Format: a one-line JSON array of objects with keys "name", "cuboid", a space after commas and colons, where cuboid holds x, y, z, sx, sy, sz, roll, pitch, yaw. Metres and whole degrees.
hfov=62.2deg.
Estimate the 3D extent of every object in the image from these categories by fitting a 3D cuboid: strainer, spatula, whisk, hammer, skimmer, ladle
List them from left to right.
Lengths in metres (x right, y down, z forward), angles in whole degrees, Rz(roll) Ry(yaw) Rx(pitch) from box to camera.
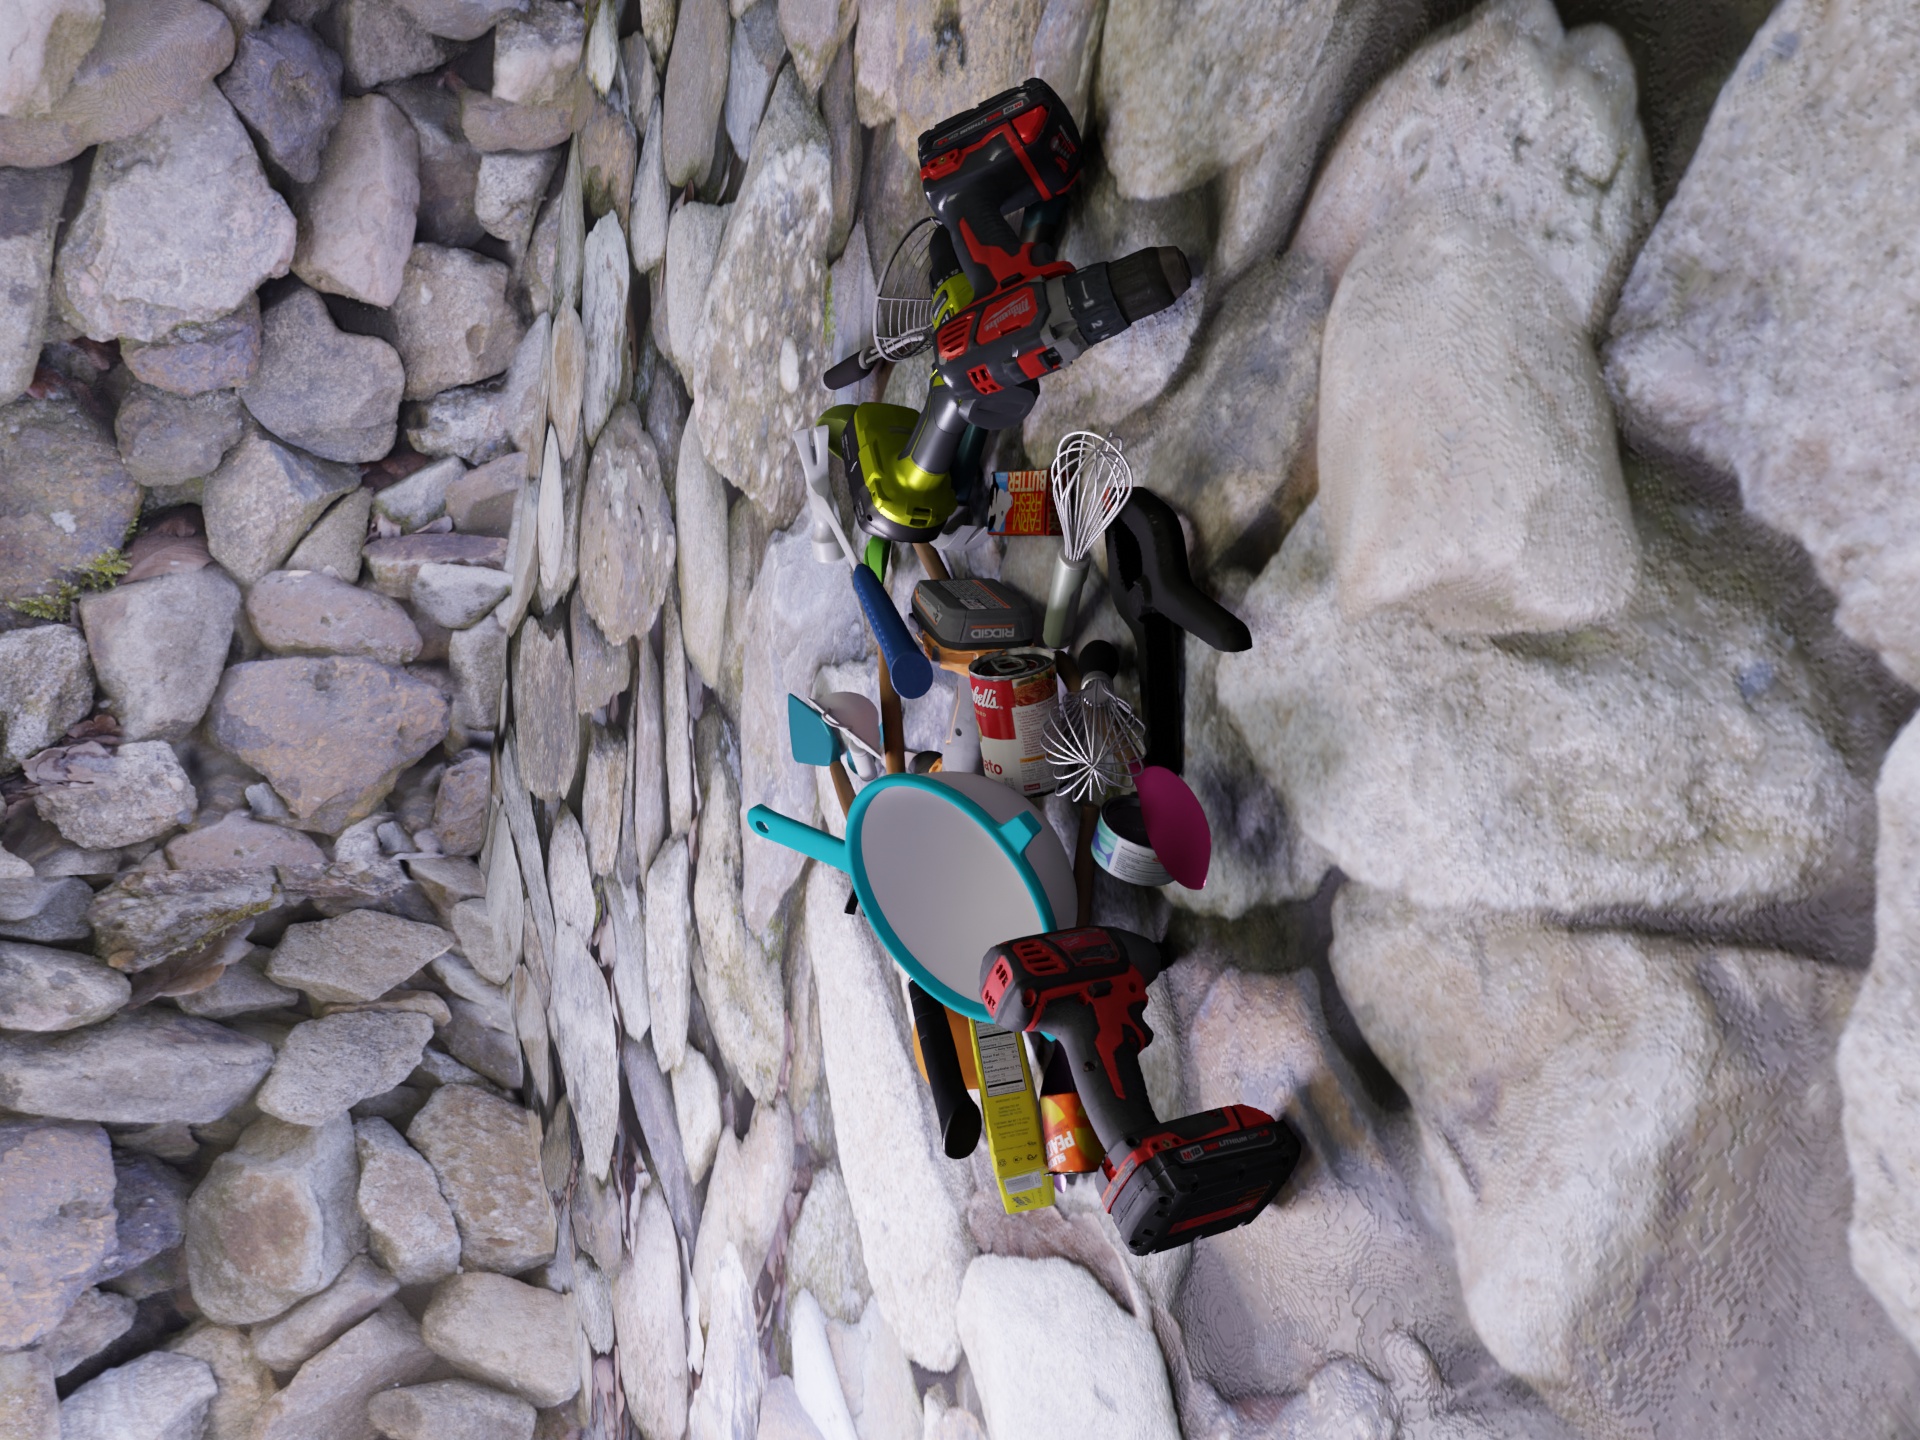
[{"name": "spatula", "cuboid": [-0.133, 0.061, 1.615, 0.318, 0.044, 0.082, -121, 27, -64]}, {"name": "hammer", "cuboid": [-0.090, -0.136, 1.402, 0.406, 0.035, 0.144, -119, 18, -57]}, {"name": "strainer", "cuboid": [-0.095, 0.019, 1.485, 0.087, 0.050, 0.258, 39, 168, 12]}, {"name": "skimmer", "cuboid": [-0.088, -0.373, 1.499, 0.127, 0.090, 0.363, -60, 20, -12]}, {"name": "ladle", "cuboid": [-0.059, -0.185, 1.484, 0.321, 0.062, 0.078, 64, -178, 36]}, {"name": "hammer", "cuboid": [-0.041, 0.217, 1.375, 0.409, 0.036, 0.149, -111, 37, -56]}, {"name": "strainer", "cuboid": [-0.029, 0.104, 1.252, 0.341, 0.095, 0.210, 17, 127, 41]}, {"name": "hammer", "cuboid": [0.025, -0.287, 1.330, 0.128, 0.033, 0.330, -118, 37, -45]}, {"name": "spatula", "cuboid": [0.084, 0.216, 1.238, 0.060, 0.018, 0.316, -147, 59, -62]}, {"name": "whisk", "cuboid": [0.084, -0.123, 1.143, 0.059, 0.058, 0.246, 32, 153, 14]}, {"name": "whisk", "cuboid": [0.092, -0.013, 1.061, 0.285, 0.070, 0.070, -70, -11, -72]}]

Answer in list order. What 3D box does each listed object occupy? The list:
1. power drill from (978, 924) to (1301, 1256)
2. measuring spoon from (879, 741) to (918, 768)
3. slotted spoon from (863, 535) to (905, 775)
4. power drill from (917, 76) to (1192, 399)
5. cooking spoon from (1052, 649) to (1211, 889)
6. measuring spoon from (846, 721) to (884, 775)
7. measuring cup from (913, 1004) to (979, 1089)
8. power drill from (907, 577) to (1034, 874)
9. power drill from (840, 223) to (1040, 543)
[{"name": "power drill", "cuboid": [0.118, 0.226, 1.045, 0.220, 0.143, 0.078, 57, 139, 37]}, {"name": "measuring spoon", "cuboid": [-0.050, 0.040, 1.510, 0.124, 0.018, 0.034, 19, 108, 62]}, {"name": "slotted spoon", "cuboid": [-0.067, -0.051, 1.469, 0.070, 0.031, 0.314, 98, 168, -58]}, {"name": "power drill", "cuboid": [0.061, -0.351, 1.149, 0.188, 0.080, 0.227, -19, 60, 21]}, {"name": "cooking spoon", "cuboid": [0.115, 0.019, 1.114, 0.319, 0.017, 0.068, -119, 30, -60]}, {"name": "measuring spoon", "cuboid": [-0.089, 0.018, 1.585, 0.128, 0.021, 0.042, 128, 134, -55]}, {"name": "measuring cup", "cuboid": [-0.024, 0.262, 1.421, 0.174, 0.052, 0.095, 45, 130, 53]}, {"name": "power drill", "cuboid": [-0.002, -0.004, 1.345, 0.185, 0.084, 0.226, -132, 42, -65]}, {"name": "power drill", "cuboid": [-0.021, -0.273, 1.303, 0.228, 0.080, 0.191, -53, 43, 48]}]
